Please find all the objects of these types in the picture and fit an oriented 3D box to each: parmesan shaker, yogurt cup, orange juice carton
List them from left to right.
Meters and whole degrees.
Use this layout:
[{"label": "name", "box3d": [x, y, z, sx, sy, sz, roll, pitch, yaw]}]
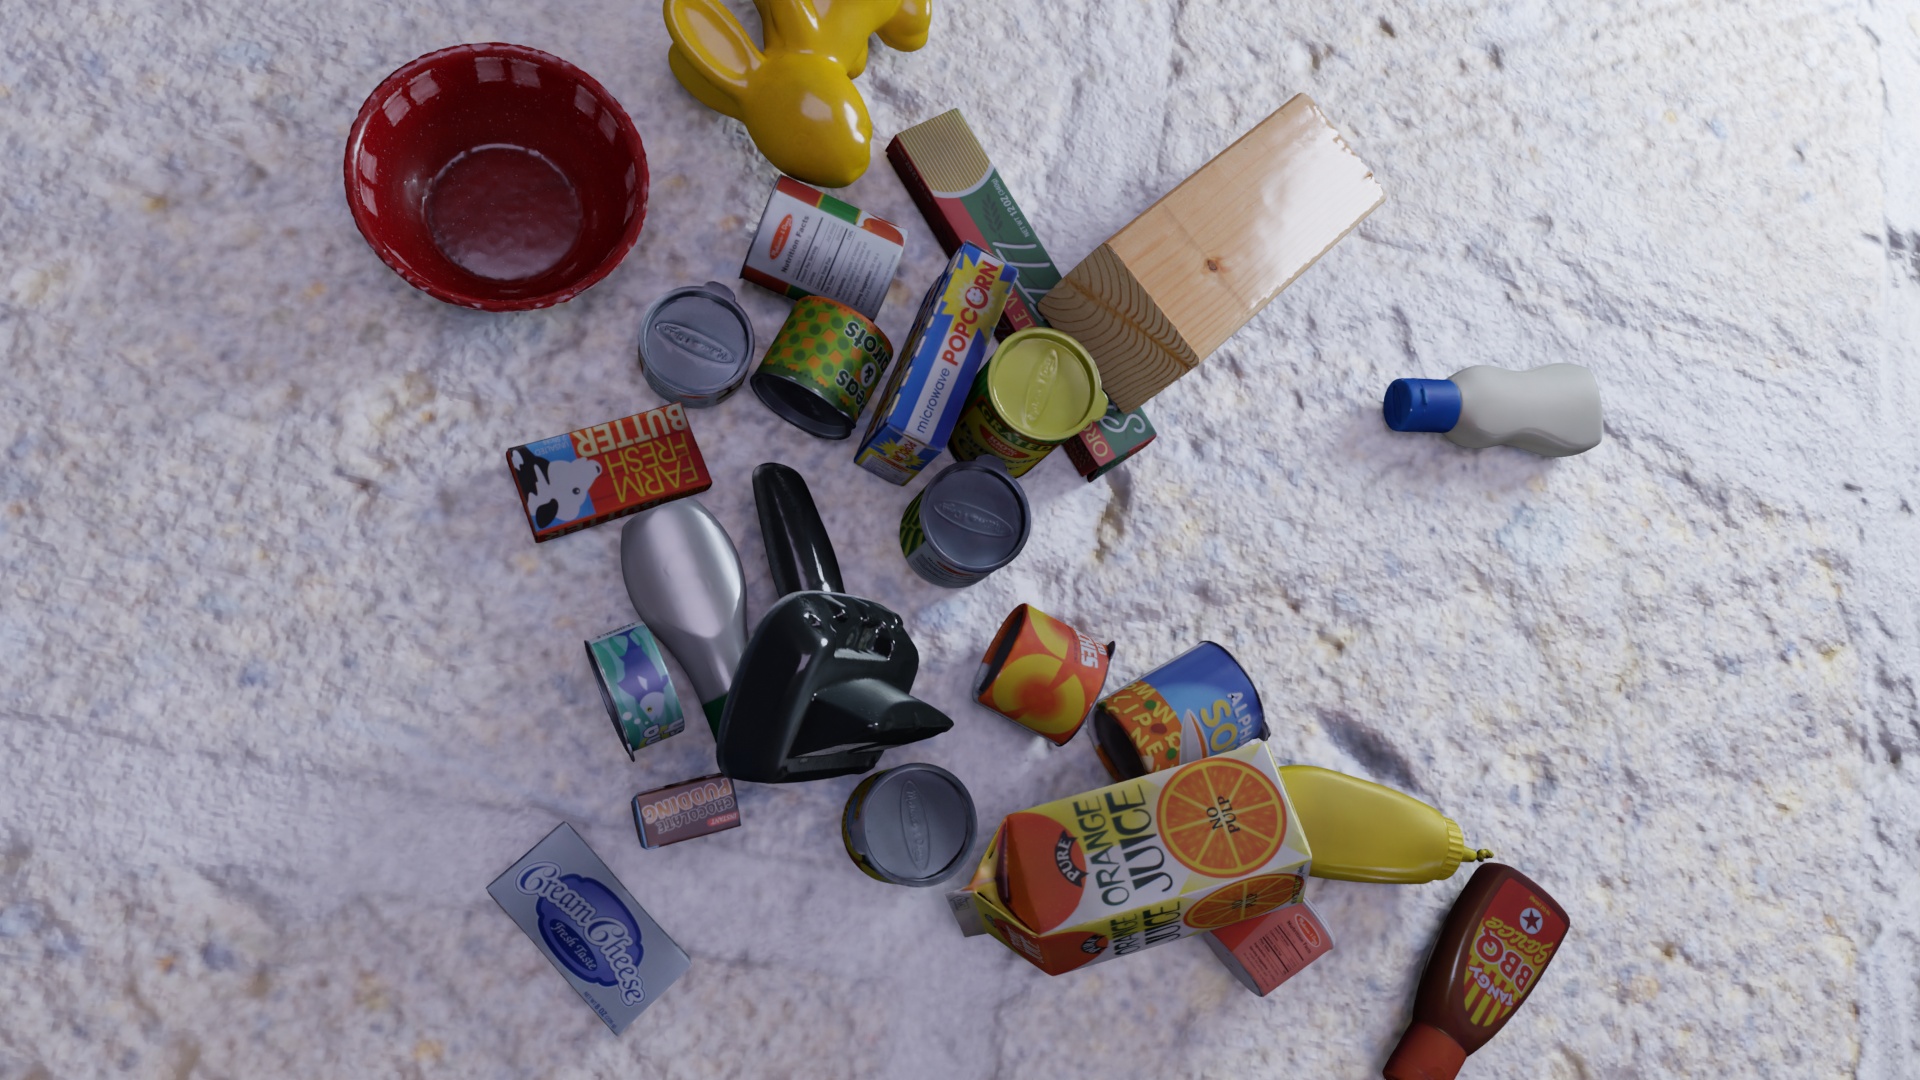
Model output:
[{"label": "parmesan shaker", "box3d": [0.037, -0.076, 0.820, 0.071, 0.103, 0.071, 3, 77, -14]}, {"label": "orange juice carton", "box3d": [0.089, 0.182, 0.768, 0.193, 0.071, 0.073, -16, 55, -2]}, {"label": "yogurt cup", "box3d": [0.176, 0.228, 0.811, 0.054, 0.072, 0.072, -39, 90, -11]}]

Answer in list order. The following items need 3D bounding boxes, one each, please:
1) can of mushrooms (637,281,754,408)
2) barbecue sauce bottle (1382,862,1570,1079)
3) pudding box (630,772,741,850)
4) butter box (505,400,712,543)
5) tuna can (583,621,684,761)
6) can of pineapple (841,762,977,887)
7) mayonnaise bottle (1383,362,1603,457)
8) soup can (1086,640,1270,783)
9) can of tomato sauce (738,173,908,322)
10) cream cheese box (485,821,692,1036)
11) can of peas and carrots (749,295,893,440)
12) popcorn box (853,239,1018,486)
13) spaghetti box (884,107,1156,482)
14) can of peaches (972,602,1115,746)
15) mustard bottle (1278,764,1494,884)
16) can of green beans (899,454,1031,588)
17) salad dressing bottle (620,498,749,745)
[{"label": "can of mushrooms", "box3d": [-0.154, -0.114, 0.813, 0.071, 0.033, 0.071, 3, 77, -14]}, {"label": "barbecue sauce bottle", "box3d": [0.311, 0.273, 0.848, 0.065, 0.043, 0.149, 42, 71, -4]}, {"label": "pudding box", "box3d": [-0.146, 0.142, 0.730, 0.050, 0.083, 0.030, -11, 81, -17]}, {"label": "butter box", "box3d": [-0.198, -0.039, 0.788, 0.104, 0.024, 0.053, -18, 82, -18]}, {"label": "tuna can", "box3d": [-0.174, 0.081, 0.745, 0.033, 0.071, 0.071, -21, 84, -19]}, {"label": "can of pineapple", "box3d": [-0.031, 0.158, 0.772, 0.071, 0.057, 0.071, 3, 77, -15]}, {"label": "mayonnaise bottle", "box3d": [0.363, -0.091, 0.947, 0.148, 0.041, 0.065, 1, 76, -14]}, {"label": "soup can", "box3d": [0.128, 0.109, 0.821, 0.084, 0.071, 0.071, -27, 86, -19]}, {"label": "can of tomato sauce", "box3d": [-0.081, -0.172, 0.830, 0.083, 0.071, 0.071, 22, 73, -10]}, {"label": "cream cheese box", "box3d": [-0.196, 0.204, 0.734, 0.053, 0.024, 0.104, -42, 91, -21]}, {"label": "can of peas and carrots", "box3d": [-0.078, -0.100, 0.811, 0.071, 0.070, 0.059, 30, 72, -7]}, {"label": "popcorn box", "box3d": [-0.016, -0.102, 0.821, 0.038, 0.085, 0.127, 25, 72, -10]}, {"label": "spaghetti box", "box3d": [0.038, -0.156, 0.878, 0.050, 0.028, 0.250, -30, 87, -20]}, {"label": "can of peaches", "box3d": [0.048, 0.075, 0.807, 0.058, 0.071, 0.071, 28, 72, -7]}, {"label": "mustard bottle", "box3d": [0.254, 0.181, 0.850, 0.160, 0.048, 0.065, 15, 74, -12]}, {"label": "can of green beans", "box3d": [0.002, -0.008, 0.819, 0.071, 0.057, 0.071, 3, 77, -14]}, {"label": "salad dressing bottle", "box3d": [-0.141, 0.052, 0.774, 0.064, 0.044, 0.147, -21, 85, -20]}]
